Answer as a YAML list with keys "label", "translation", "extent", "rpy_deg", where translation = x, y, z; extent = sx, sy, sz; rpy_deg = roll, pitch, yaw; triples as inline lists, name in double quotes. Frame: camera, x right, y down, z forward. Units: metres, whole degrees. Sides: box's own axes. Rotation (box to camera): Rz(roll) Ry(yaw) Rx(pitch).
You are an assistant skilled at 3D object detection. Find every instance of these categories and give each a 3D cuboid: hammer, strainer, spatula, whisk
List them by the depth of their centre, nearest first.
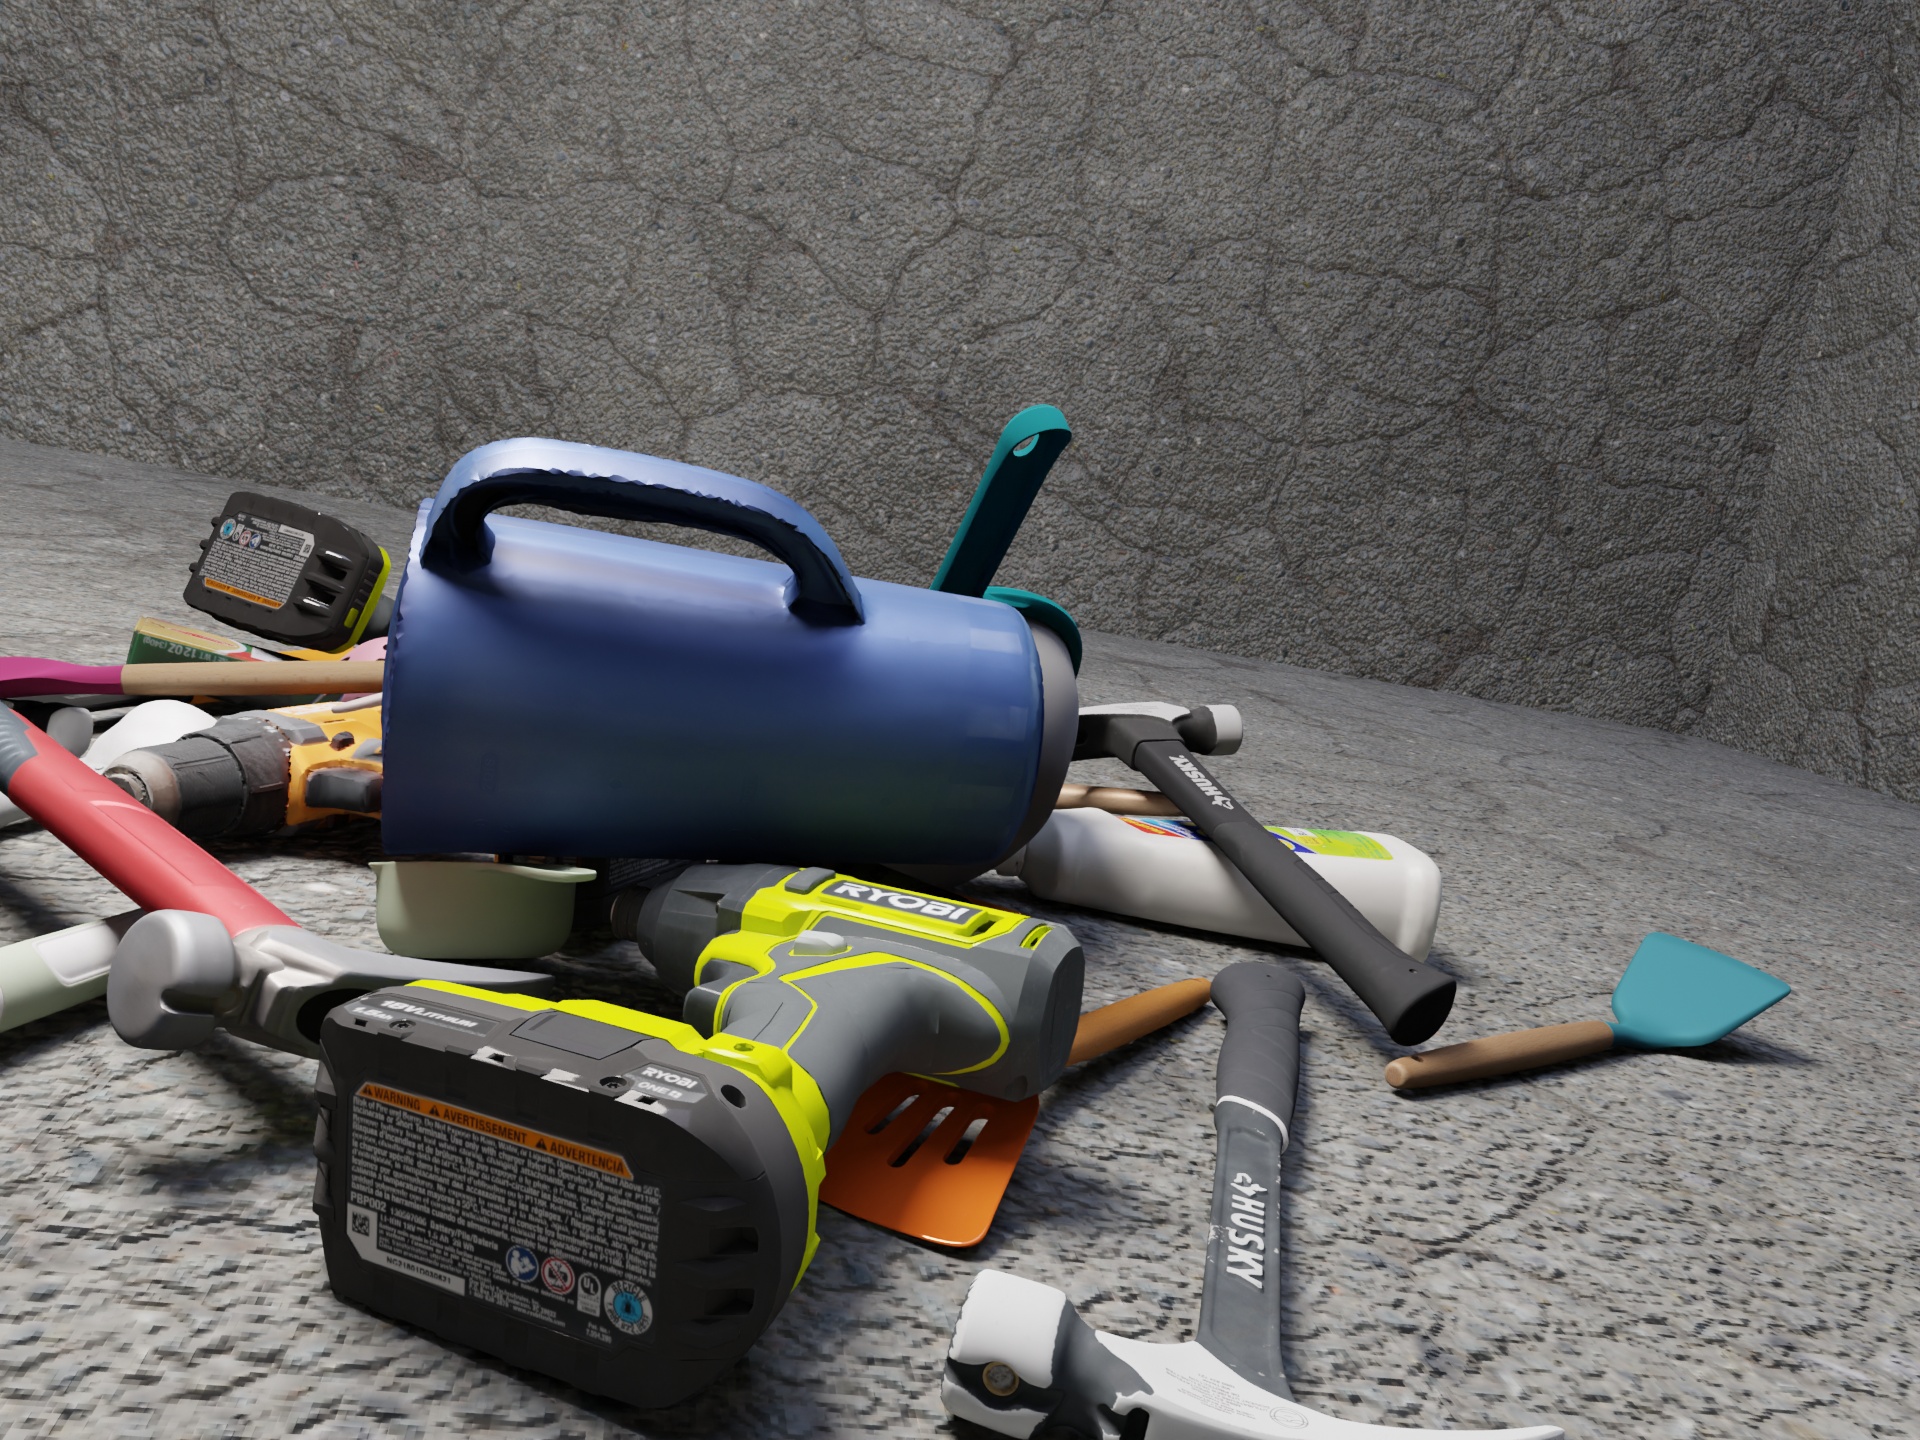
- label: "whisk"
  translation: [-0.298, 0.083, 0.467]
  extent: [0.058, 0.059, 0.246]
  rpy_deg: [50, 7, 1]
- label: "hammer"
  translation: [0.108, 0.152, 0.566]
  extent: [0.149, 0.036, 0.409]
  rpy_deg: [14, 9, 10]
- label: "hammer"
  translation: [-0.316, 0.032, 0.591]
  extent: [0.387, 0.038, 0.143]
  rpy_deg: [22, 0, 36]
- label: "spatula"
  translation: [0.043, 0.136, 0.632]
  extent: [0.081, 0.041, 0.322]
  rpy_deg: [13, 5, 27]
- label: "strainer"
  translation: [-0.404, 0.027, 0.723]
  extent: [0.087, 0.050, 0.258]
  rpy_deg: [6, 11, 9]
- label: "strainer"
  translation: [-0.001, -0.002, 0.756]
  extent: [0.211, 0.340, 0.095]
  rpy_deg: [-11, 62, -26]
- label: "spatula"
  translation: [0.310, 0.150, 0.799]
  extent: [0.317, 0.044, 0.082]
  rpy_deg: [2, 16, -42]
- label: "hammer"
  translation: [0.150, 0.068, 0.848]
  extent: [0.146, 0.035, 0.335]
  rpy_deg: [-1, 24, -20]
- label: "hammer"
  translation: [-0.475, -0.022, 0.961]
  extent: [0.127, 0.034, 0.337]
  rpy_deg: [14, 9, 11]
- label: "spatula"
  translation: [0.005, 0.046, 1.027]
  extent: [0.316, 0.018, 0.059]
  rpy_deg: [3, 4, 26]

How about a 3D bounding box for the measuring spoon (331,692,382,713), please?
- label: "measuring spoon"
  translation: [-0.253, -0.011, 0.772]
  extent: [0.034, 0.018, 0.124]
  rpy_deg: [-5, 8, 30]

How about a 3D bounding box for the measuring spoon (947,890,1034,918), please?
- label: "measuring spoon"
  translation: [-0.005, 0.093, 0.873]
  extent: [0.117, 0.011, 0.021]
  rpy_deg: [16, 10, 28]

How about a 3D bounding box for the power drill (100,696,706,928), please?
- label: "power drill"
  translation: [-0.249, 0.036, 0.727]
  extent: [0.226, 0.084, 0.185]
  rpy_deg: [9, 7, 16]

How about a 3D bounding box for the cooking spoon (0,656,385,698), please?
- label: "cooking spoon"
  translation: [-0.393, -0.020, 0.801]
  extent: [0.319, 0.017, 0.069]
  rpy_deg: [-1, 15, -12]

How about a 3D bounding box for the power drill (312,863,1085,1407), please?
- label: "power drill"
  translation: [-0.076, 0.097, 0.477]
  extent: [0.171, 0.080, 0.223]
  rpy_deg: [10, 12, 20]

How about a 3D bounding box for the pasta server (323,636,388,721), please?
- label: "pasta server"
  translation: [-0.192, 0.024, 0.885]
  extent: [0.316, 0.040, 0.060]
  rpy_deg: [22, 48, -13]

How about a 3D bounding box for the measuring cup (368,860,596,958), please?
- label: "measuring cup"
  translation: [-0.167, 0.071, 0.587]
  extent: [0.083, 0.038, 0.167]
  rpy_deg: [5, -7, -31]

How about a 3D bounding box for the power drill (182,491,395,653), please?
- label: "power drill"
  translation: [-0.346, -0.054, 1.009]
  extent: [0.191, 0.080, 0.228]
  rpy_deg: [16, -10, 32]
